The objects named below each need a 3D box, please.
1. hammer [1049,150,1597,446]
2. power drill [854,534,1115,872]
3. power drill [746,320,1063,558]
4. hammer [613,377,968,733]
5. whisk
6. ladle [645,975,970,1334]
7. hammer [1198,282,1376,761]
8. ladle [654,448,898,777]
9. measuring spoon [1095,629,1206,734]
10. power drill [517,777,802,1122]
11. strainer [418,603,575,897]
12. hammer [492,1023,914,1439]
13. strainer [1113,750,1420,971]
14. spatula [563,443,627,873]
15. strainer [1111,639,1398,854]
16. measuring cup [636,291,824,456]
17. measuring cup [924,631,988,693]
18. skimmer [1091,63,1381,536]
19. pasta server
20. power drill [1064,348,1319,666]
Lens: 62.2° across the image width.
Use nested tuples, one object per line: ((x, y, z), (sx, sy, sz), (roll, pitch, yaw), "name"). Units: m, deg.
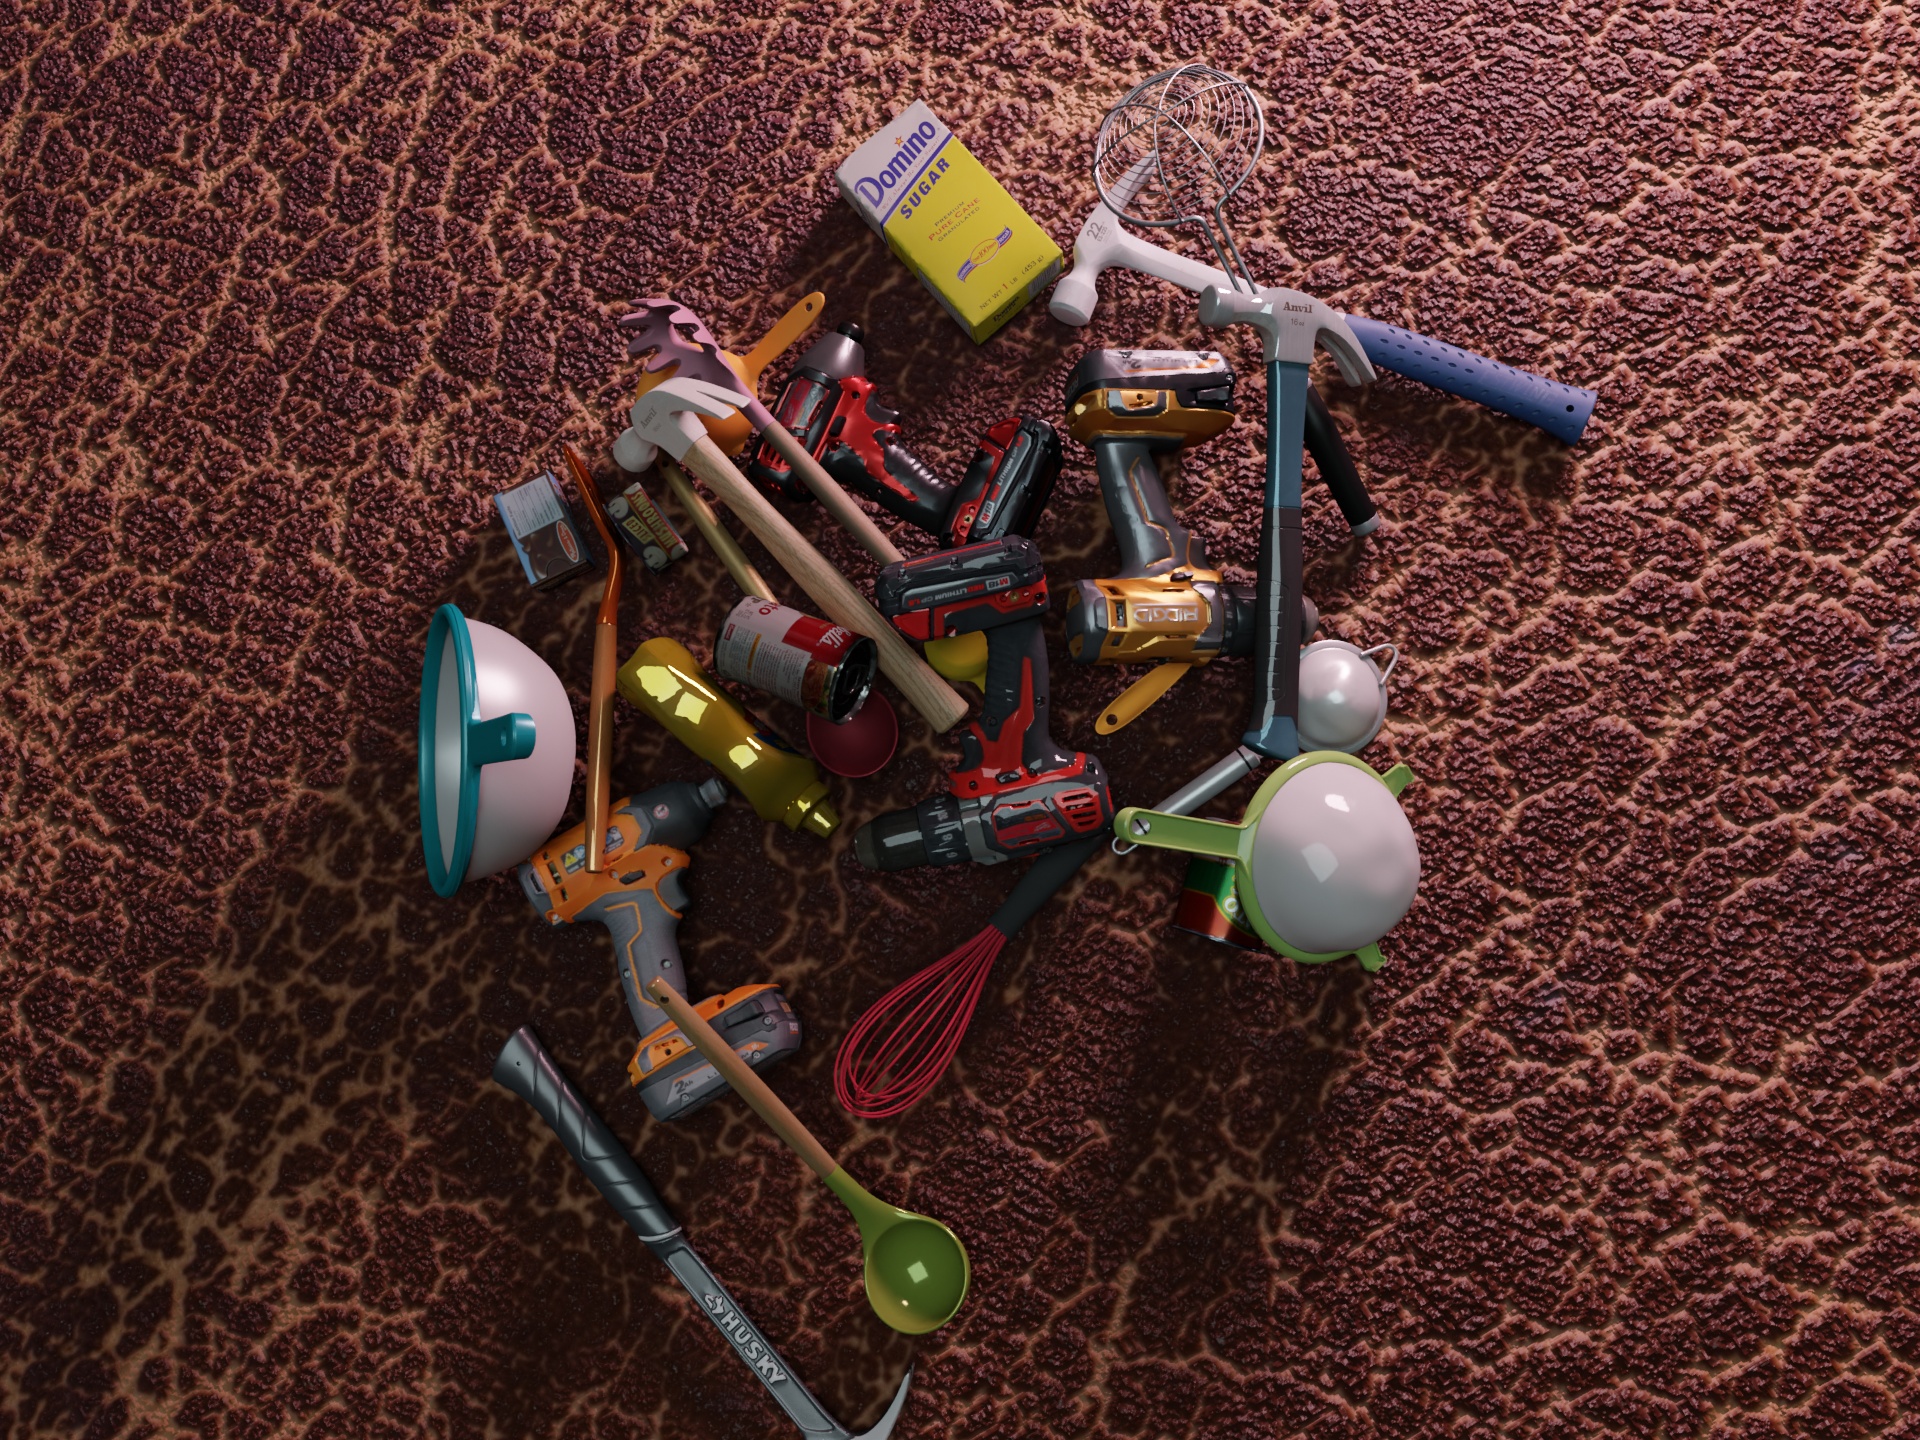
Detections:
((0.280, -0.306, 1.207), (0.405, 0.035, 0.144), (23, 85, 8), "hammer")
((-0.002, -0.004, 1.128), (0.188, 0.080, 0.226), (-13, 101, 3), "power drill")
((-0.040, -0.209, 1.207), (0.220, 0.078, 0.143), (24, 85, 11), "power drill")
((-0.116, -0.119, 1.175), (0.331, 0.130, 0.031), (46, 52, -6), "hammer")
((0.016, 0.169, 1.158), (0.073, 0.073, 0.296), (40, 81, 9), "whisk")
((-0.108, 0.299, 1.099), (0.078, 0.062, 0.320), (-39, 103, 1), "ladle")
((0.225, -0.136, 1.121), (0.128, 0.033, 0.331), (1, 92, -18), "hammer")
((-0.149, -0.086, 1.223), (0.069, 0.031, 0.315), (-35, 79, -3), "ladle")
((0.148, -0.028, 1.196), (0.117, 0.011, 0.021), (-40, 82, 3), "measuring spoon")
((-0.206, 0.159, 1.168), (0.164, 0.084, 0.227), (-31, 77, 0), "power drill")
((-0.305, 0.018, 1.105), (0.095, 0.340, 0.211), (1, 86, -28), "strainer")
((-0.202, 0.386, 1.158), (0.149, 0.036, 0.409), (-42, 80, -2), "hammer")
((0.224, 0.089, 1.074), (0.256, 0.069, 0.151), (11, 87, -29), "strainer")
((-0.273, -0.046, 1.183), (0.041, 0.081, 0.323), (-2, 75, 6), "spatula")
((0.219, 0.024, 1.167), (0.258, 0.050, 0.087), (-35, 95, 3), "strainer")
((-0.176, -0.269, 1.206), (0.173, 0.052, 0.095), (-38, 76, 24), "measuring cup")
((0.028, -0.020, 1.194), (0.062, 0.029, 0.156), (-35, 79, 0), "measuring cup")
((0.219, -0.304, 1.173), (0.127, 0.090, 0.363), (-27, 104, 16), "skimmer")
((-0.127, -0.191, 1.162), (0.316, 0.060, 0.040), (47, 51, 1), "pasta server")
((0.166, -0.151, 1.167), (0.185, 0.084, 0.226), (-1, 81, -11), "power drill")
